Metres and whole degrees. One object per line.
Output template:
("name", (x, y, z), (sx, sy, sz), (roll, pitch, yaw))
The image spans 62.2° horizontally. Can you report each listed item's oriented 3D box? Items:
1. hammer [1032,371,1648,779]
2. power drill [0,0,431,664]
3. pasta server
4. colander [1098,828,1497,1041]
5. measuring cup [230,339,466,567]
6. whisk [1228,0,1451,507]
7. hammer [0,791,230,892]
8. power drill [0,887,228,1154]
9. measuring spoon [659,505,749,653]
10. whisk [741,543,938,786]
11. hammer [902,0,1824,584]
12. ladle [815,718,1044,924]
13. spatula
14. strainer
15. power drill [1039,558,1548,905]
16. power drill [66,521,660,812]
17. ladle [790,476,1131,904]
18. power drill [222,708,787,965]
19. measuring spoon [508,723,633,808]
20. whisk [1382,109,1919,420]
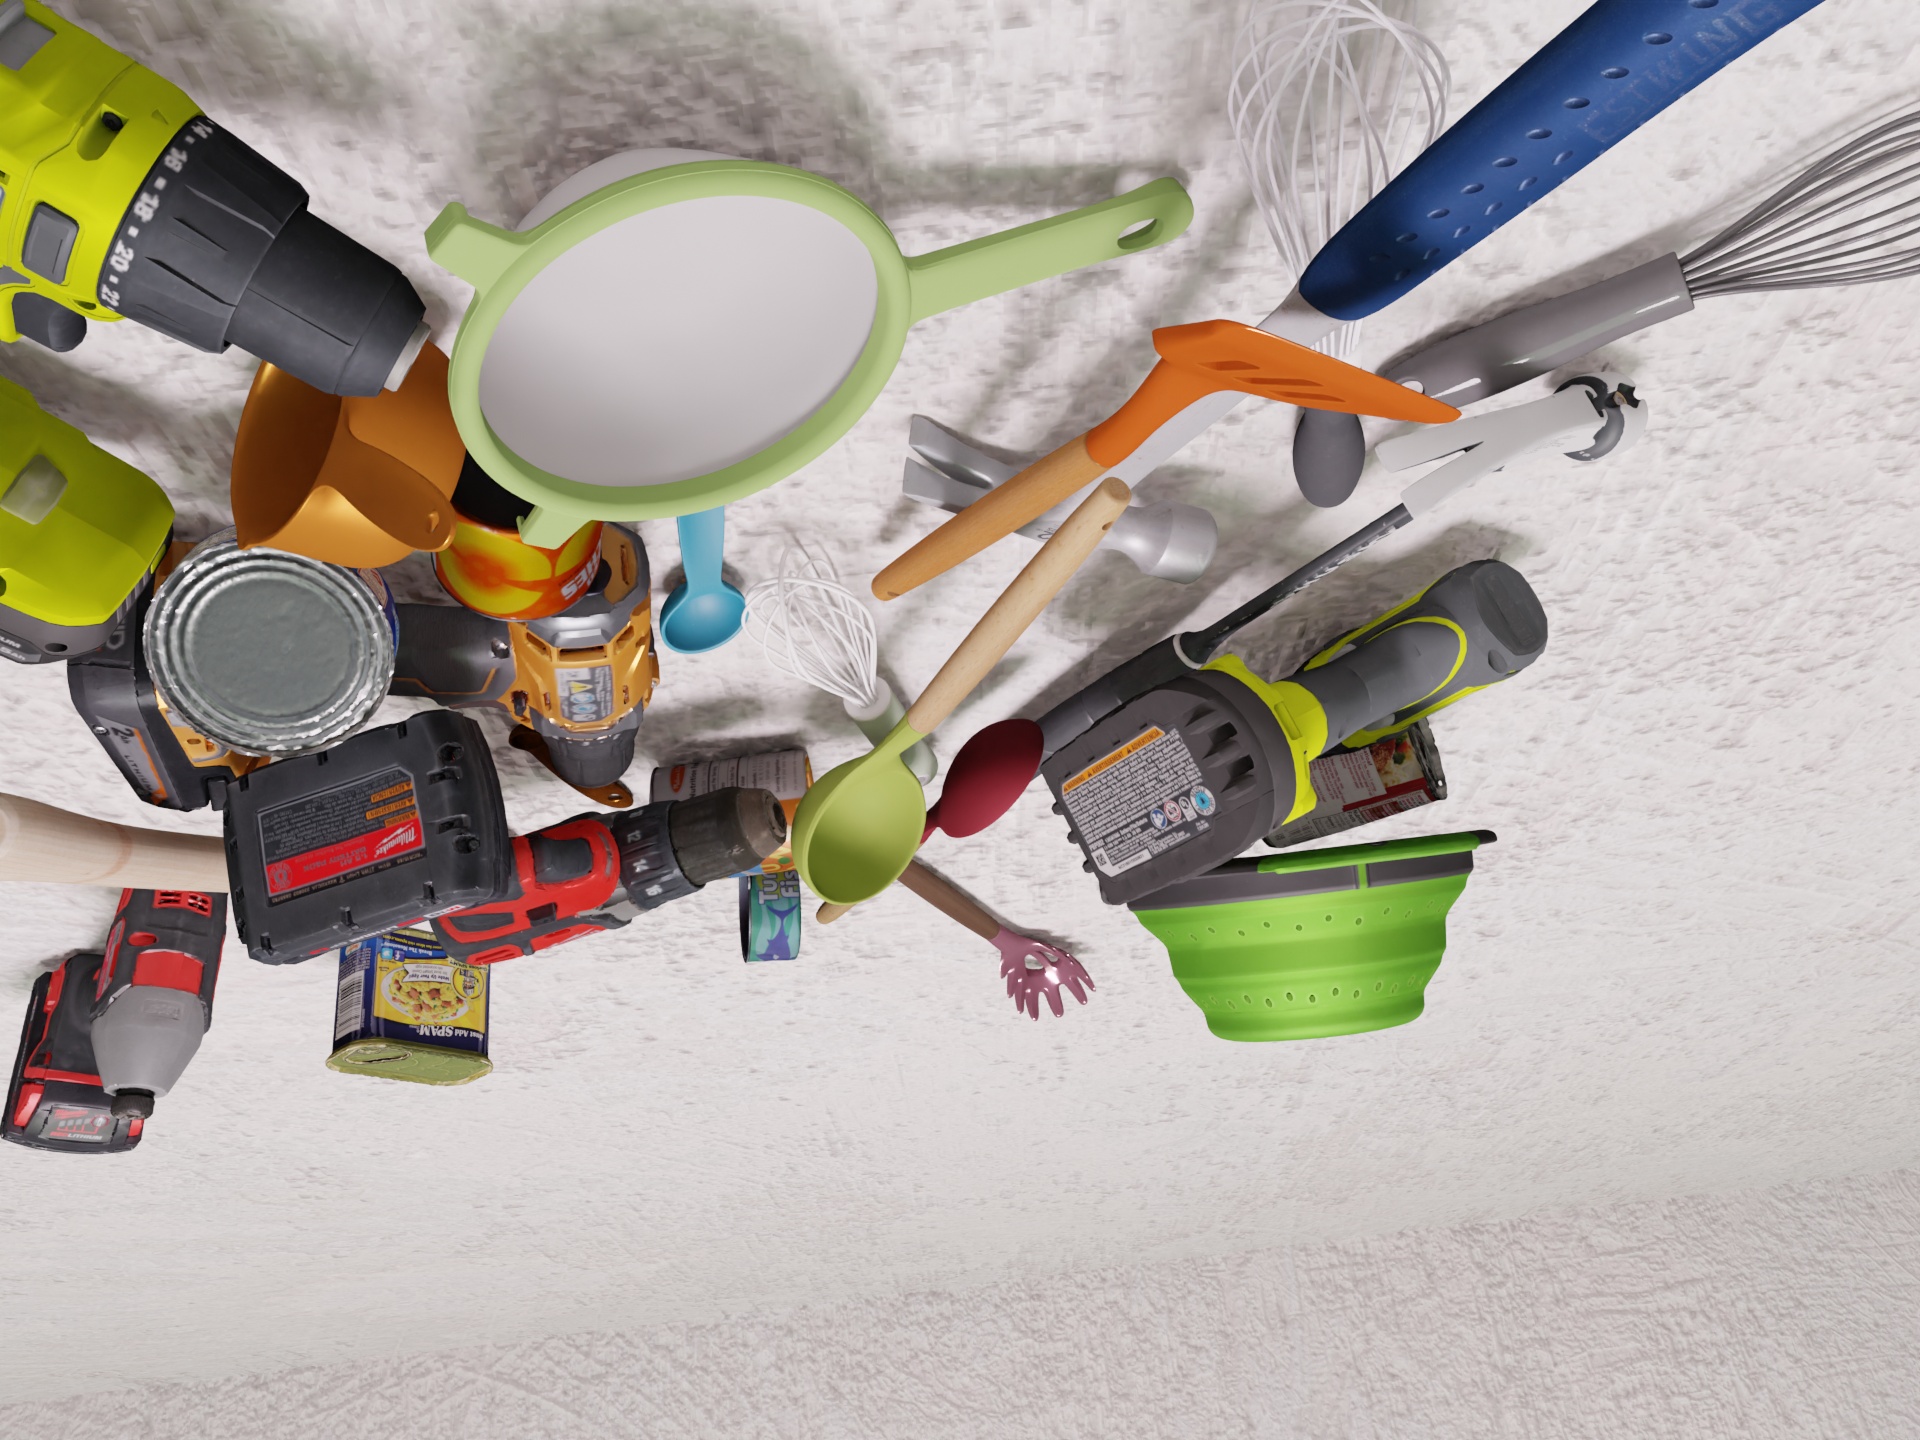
("hammer", (0.118, -0.038, 0.756), (0.149, 0.036, 0.409), (-19, 169, -41))
("power drill", (-0.281, -0.112, 0.481), (0.190, 0.080, 0.228), (30, 138, -21))
("pasta server", (0.012, 0.143, 1.098), (0.060, 0.040, 0.315), (-29, 146, 13))
("colander", (0.167, 0.124, 0.907), (0.204, 0.094, 0.397), (-6, 174, -9))
("measuring cup", (-0.184, -0.081, 0.525), (0.052, 0.174, 0.095), (16, 101, -46))
("whisk", (0.135, -0.151, 0.572), (0.070, 0.070, 0.284), (-11, 156, 8))
("hammer", (-0.350, 0.069, 0.742), (0.146, 0.038, 0.410), (-7, 171, 6))
("power drill", (-0.498, 0.184, 0.945), (0.078, 0.143, 0.219), (17, 145, -34))
("measuring spoon", (-0.115, -0.078, 0.691), (0.042, 0.021, 0.128), (-17, 146, -19))
("whisk", (-0.049, -0.015, 0.787), (0.058, 0.059, 0.246), (-7, 157, 11))
("hammer", (0.107, -0.130, 0.504), (0.144, 0.035, 0.405), (12, 163, -19))
("ladle", (-0.032, 0.071, 0.911), (0.031, 0.069, 0.315), (28, 150, -10))
("spatula", (0.037, -0.081, 0.564), (0.081, 0.041, 0.322), (14, 163, -24))
("strainer", (-0.048, -0.155, 0.529), (0.256, 0.069, 0.151), (-20, 154, -13))
("power drill", (0.154, 0.005, 0.760), (0.223, 0.080, 0.171), (-22, 171, -37))
("power drill", (-0.249, -0.014, 0.710), (0.226, 0.084, 0.185), (-6, 154, -13))
("ladle", (-0.001, -0.002, 0.711), (0.078, 0.062, 0.320), (-21, 164, -35))
("power drill", (-0.197, 0.060, 0.732), (0.188, 0.080, 0.226), (-17, 165, 11))
("measuring spoon", (-0.208, 0.025, 0.862), (0.021, 0.011, 0.116), (-15, 154, 12))
("whisk", (0.270, -0.161, 0.595), (0.239, 0.055, 0.055), (-19, 150, 28))
